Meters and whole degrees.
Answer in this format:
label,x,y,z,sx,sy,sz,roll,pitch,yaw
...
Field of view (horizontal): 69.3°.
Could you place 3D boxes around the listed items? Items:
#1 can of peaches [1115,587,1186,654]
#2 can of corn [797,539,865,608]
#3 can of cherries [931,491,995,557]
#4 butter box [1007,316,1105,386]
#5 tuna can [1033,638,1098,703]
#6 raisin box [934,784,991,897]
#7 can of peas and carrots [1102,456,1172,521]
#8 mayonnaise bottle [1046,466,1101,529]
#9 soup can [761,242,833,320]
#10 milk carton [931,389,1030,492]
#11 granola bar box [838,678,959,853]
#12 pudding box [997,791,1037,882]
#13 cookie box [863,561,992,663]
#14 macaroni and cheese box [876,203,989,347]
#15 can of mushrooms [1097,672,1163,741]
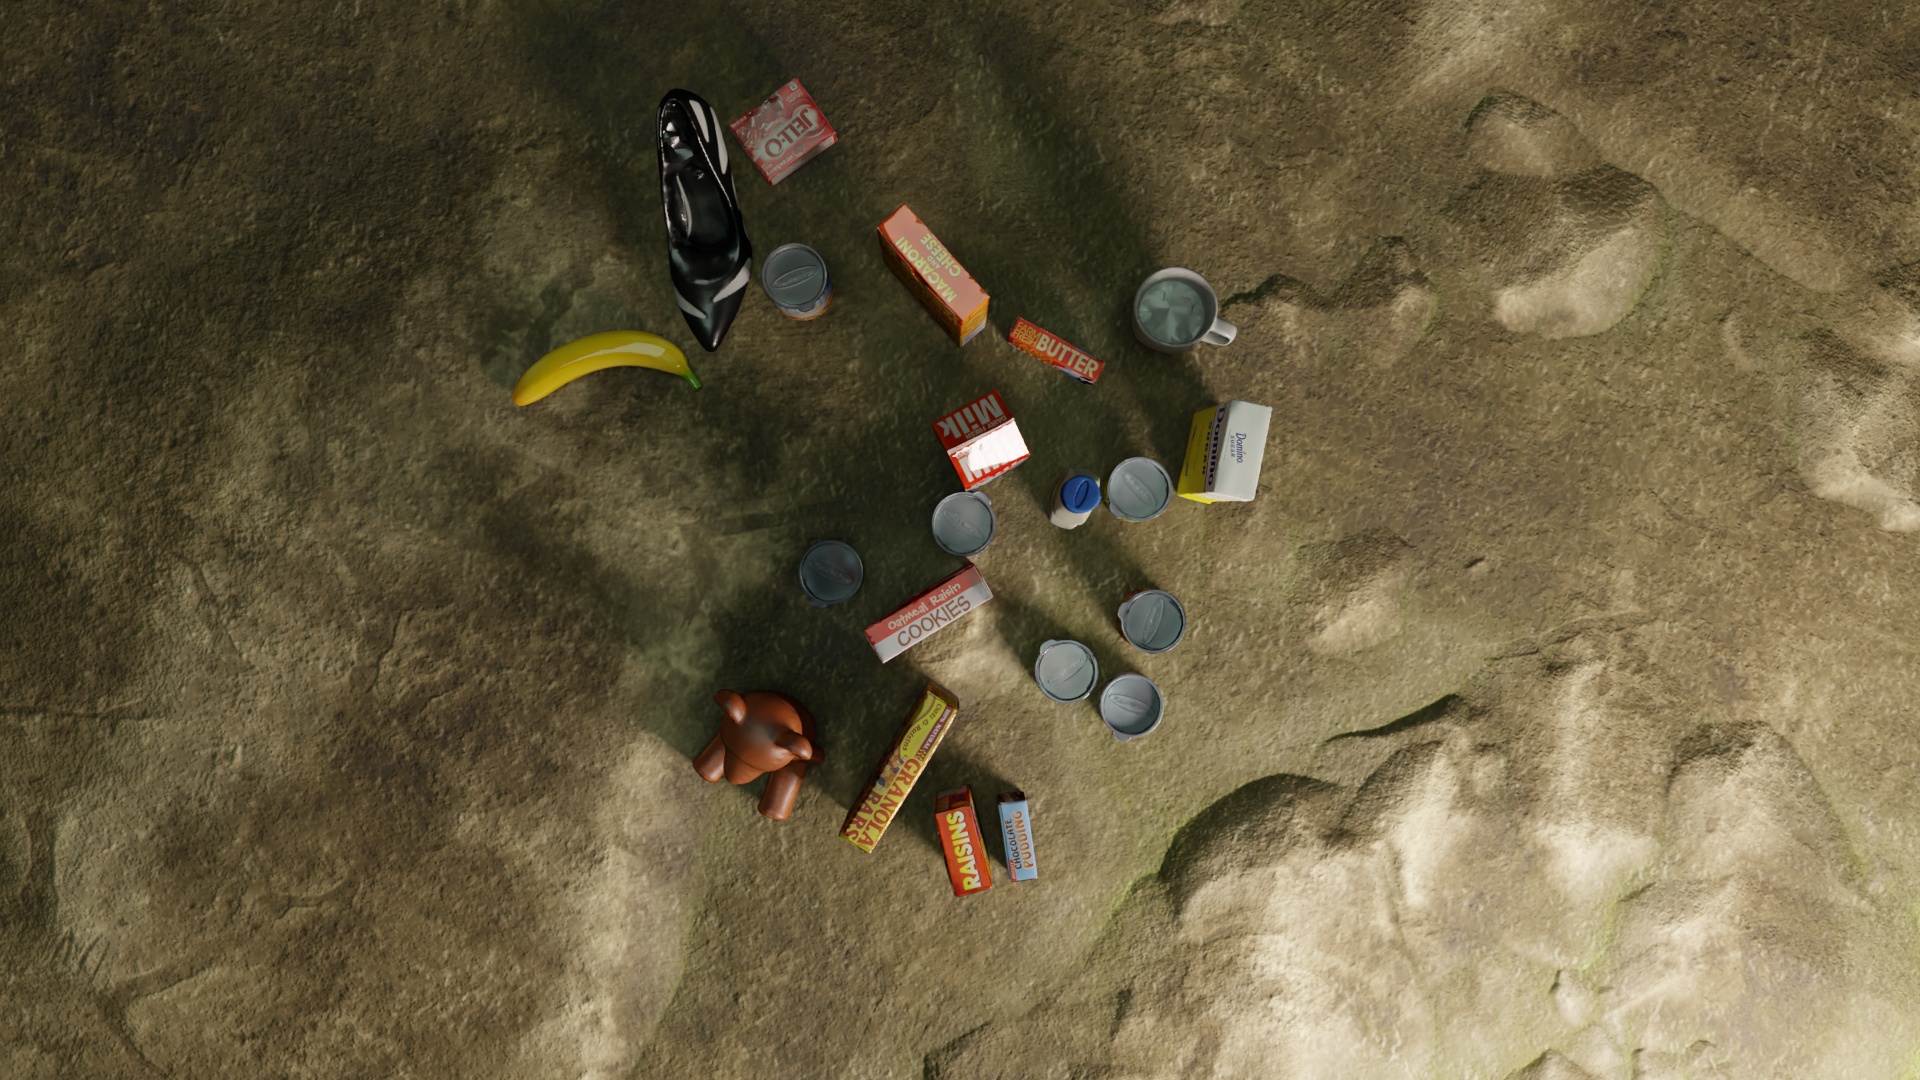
label,x,y,z,sx,sy,sz,roll,pitch,yaw
can of peaches,0.194,0.081,1.435,0.071,0.058,0.071,0,89,0
can of corn,-0.133,0.035,1.434,0.071,0.058,0.071,0,89,0
can of cherries,0.005,-0.018,1.435,0.071,0.058,0.071,0,89,0
butter box,0.098,-0.195,1.442,0.103,0.053,0.024,28,90,0
tuna can,0.108,0.133,1.446,0.071,0.033,0.071,0,89,0
raisin box,0.002,0.300,1.397,0.040,0.123,0.086,-14,90,0
can of peas and carrots,0.180,-0.050,1.437,0.071,0.059,0.071,0,89,0
mayonnaise bottle,0.115,-0.045,1.392,0.041,0.148,0.064,20,90,0
soup can,-0.165,-0.261,1.426,0.071,0.084,0.071,0,89,0
milk carton,0.020,-0.097,1.371,0.072,0.190,0.073,-28,90,0
granola bar box,-0.059,0.224,1.398,0.039,0.124,0.165,32,89,0
pudding box,0.058,0.305,1.434,0.030,0.049,0.083,-8,89,0
cookie box,-0.031,0.068,1.379,0.123,0.167,0.040,-32,90,0
macaroni and cheese box,-0.027,-0.260,1.385,0.040,0.166,0.123,-42,90,0
can of mushrooms,0.176,0.173,1.446,0.071,0.033,0.071,0,89,0
